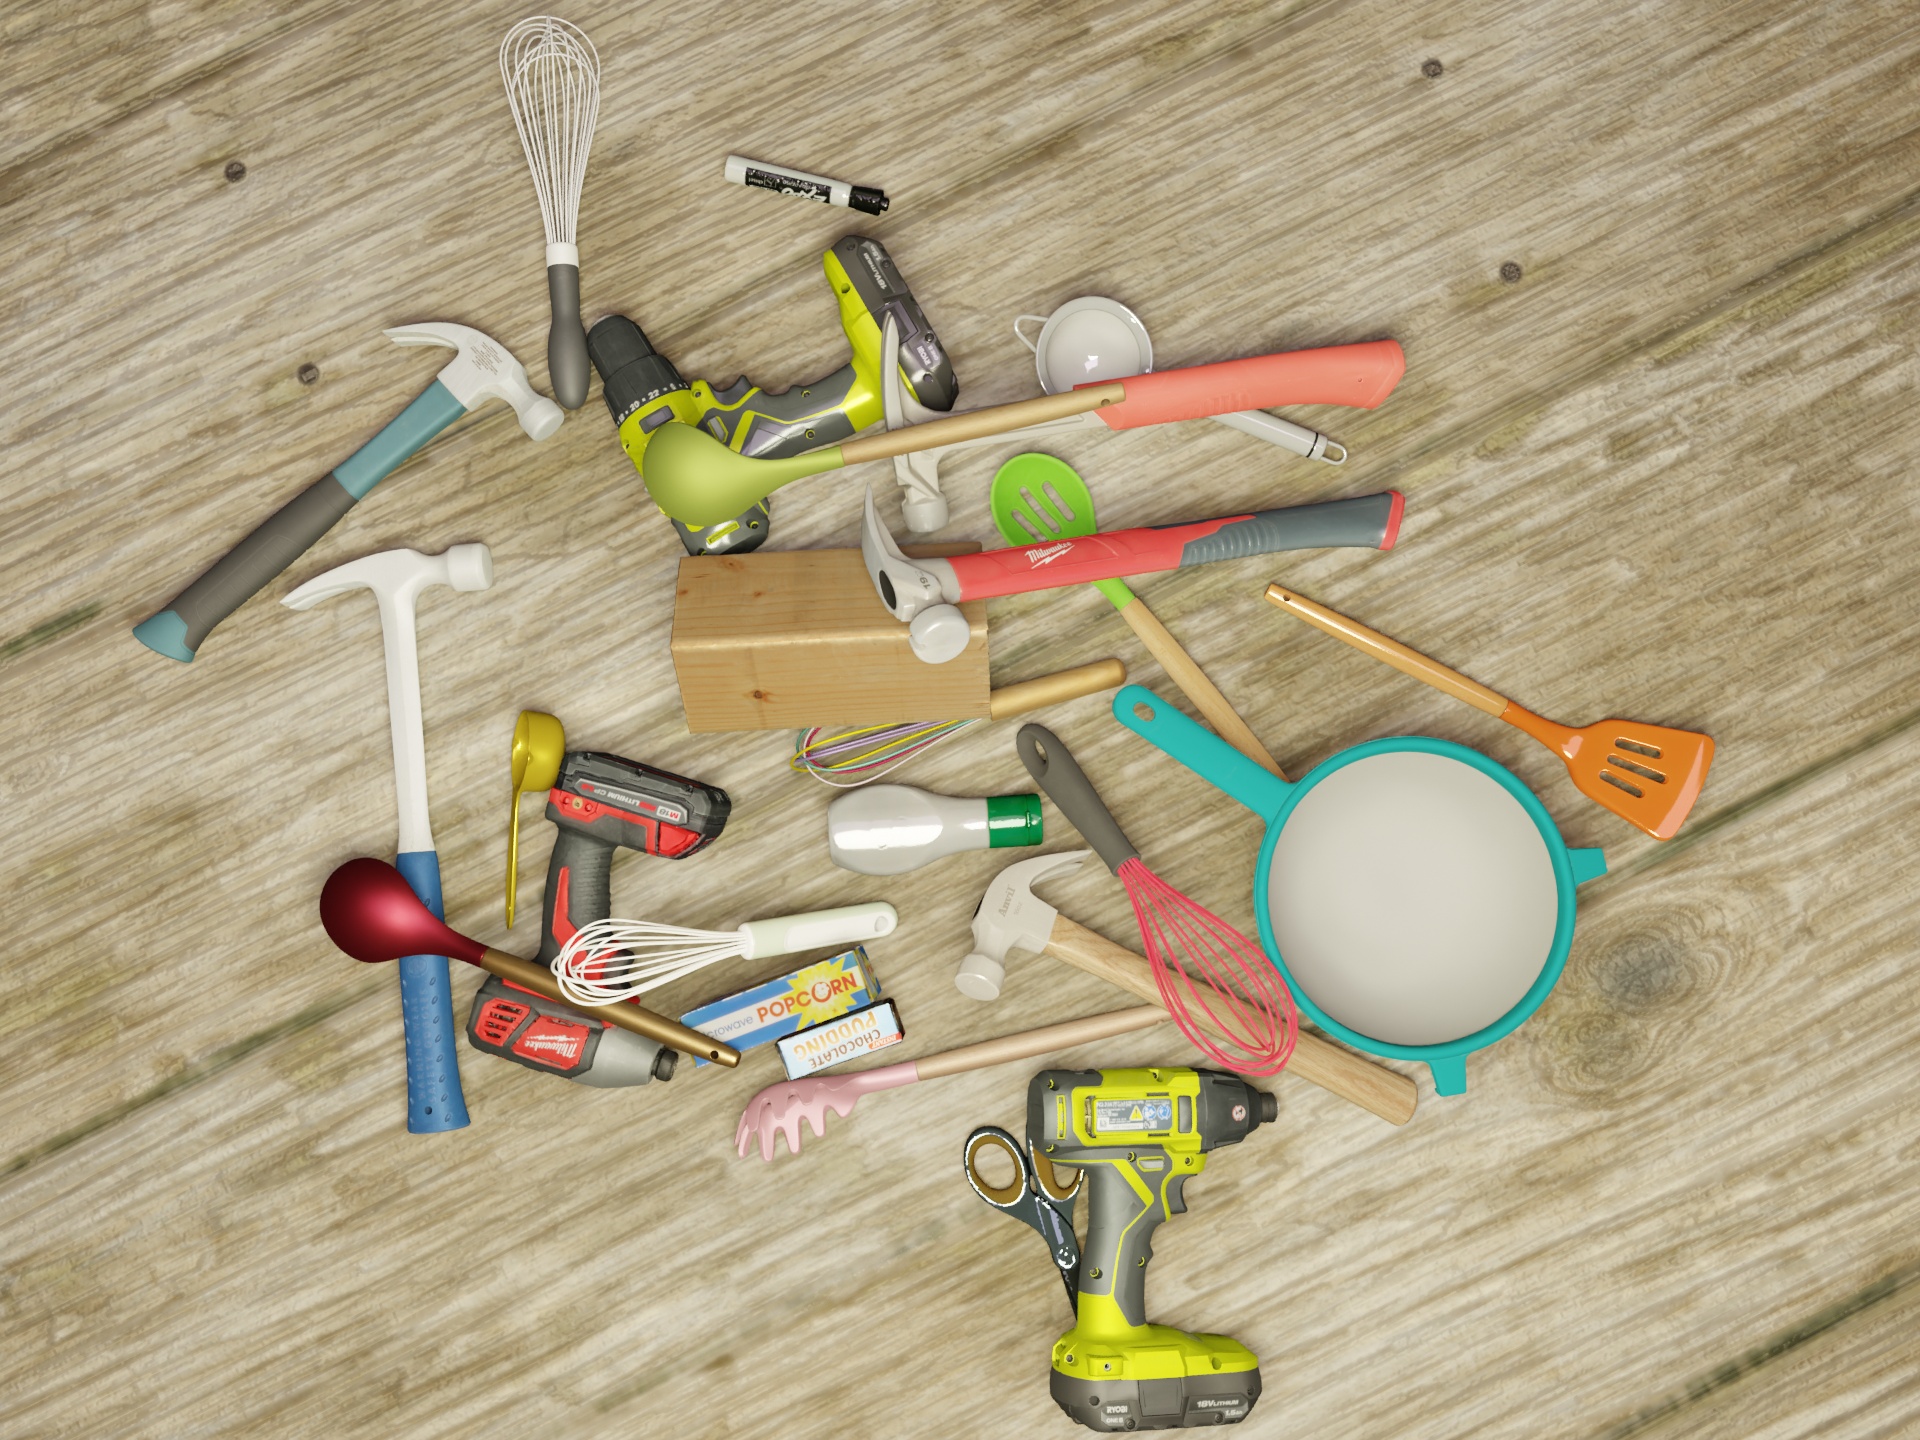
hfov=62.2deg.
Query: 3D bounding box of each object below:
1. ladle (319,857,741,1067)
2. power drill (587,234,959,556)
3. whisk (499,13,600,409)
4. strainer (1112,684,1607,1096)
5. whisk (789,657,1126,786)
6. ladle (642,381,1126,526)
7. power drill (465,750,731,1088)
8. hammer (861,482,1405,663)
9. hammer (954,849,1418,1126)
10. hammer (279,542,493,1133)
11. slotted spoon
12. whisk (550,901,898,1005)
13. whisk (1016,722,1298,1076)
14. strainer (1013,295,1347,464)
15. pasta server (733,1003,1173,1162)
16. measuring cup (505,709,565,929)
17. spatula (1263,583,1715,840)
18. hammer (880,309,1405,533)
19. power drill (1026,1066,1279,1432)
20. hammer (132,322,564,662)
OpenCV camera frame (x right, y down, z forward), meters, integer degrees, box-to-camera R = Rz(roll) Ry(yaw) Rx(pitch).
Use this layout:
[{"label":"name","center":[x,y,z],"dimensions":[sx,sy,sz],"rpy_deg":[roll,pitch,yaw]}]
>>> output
[{"label":"ladle","center":[-0.289,0.166,1.045],"dimensions":[0.315,0.031,0.069],"rpy_deg":[20,94,9]},{"label":"power drill","center":[-0.135,-0.240,1.120],"dimensions":[0.228,0.080,0.190],"rpy_deg":[-30,87,1]},{"label":"whisk","center":[-0.290,-0.365,1.143],"dimensions":[0.070,0.070,0.284],"rpy_deg":[-3,89,0]},{"label":"strainer","center":[0.244,0.084,1.083],"dimensions":[0.340,0.095,0.211],"rpy_deg":[34,84,5]},{"label":"whisk","center":[-0.002,-0.003,1.120],"dimensions":[0.245,0.051,0.047],"rpy_deg":[-16,130,-6]},{"label":"ladle","center":[-0.052,-0.187,1.040],"dimensions":[0.320,0.078,0.062],"rpy_deg":[-12,49,3]},{"label":"power drill","center":[-0.238,0.140,1.090],"dimensions":[0.143,0.078,0.220],"rpy_deg":[18,89,3]},{"label":"hammer","center":[0.126,-0.126,1.076],"dimensions":[0.386,0.038,0.143],"rpy_deg":[-10,49,-20]},{"label":"hammer","center":[0.162,0.191,1.084],"dimensions":[0.331,0.031,0.130],"rpy_deg":[26,52,-5]},{"label":"hammer","center":[-0.387,0.082,1.113],"dimensions":[0.144,0.035,0.405],"rpy_deg":[-6,85,-1]},{"label":"slotted spoon","center":[0.134,-0.061,1.128],"dimensions":[0.070,0.031,0.314],"rpy_deg":[-40,88,-3]},{"label":"whisk","center":[-0.149,0.148,1.053],"dimensions":[0.246,0.059,0.057],"rpy_deg":[-5,107,-32]},{"label":"whisk","center":[0.122,0.112,1.060],"dimensions":[0.073,0.073,0.296],"rpy_deg":[-35,63,-3]},{"label":"strainer","center":[0.156,-0.232,1.136],"dimensions":[0.258,0.050,0.087],"rpy_deg":[21,91,-4]},{"label":"pasta server","center":[-0.002,0.242,1.098],"dimensions":[0.316,0.060,0.040],"rpy_deg":[-13,52,-4]},{"label":"measuring cup","center":[-0.299,0.070,1.114],"dimensions":[0.029,0.062,0.156],"rpy_deg":[3,98,-26]},{"label":"spatula","center":[0.362,-0.021,1.117],"dimensions":[0.322,0.041,0.081],"rpy_deg":[27,87,3]},{"label":"hammer","center":[0.126,-0.228,1.086],"dimensions":[0.359,0.037,0.149],"rpy_deg":[-10,114,-5]},{"label":"power drill","center":[0.134,0.346,1.066],"dimensions":[0.171,0.080,0.223],"rpy_deg":[2,82,-12]},{"label":"hammer","center":[-0.449,-0.157,1.135],"dimensions":[0.331,0.033,0.128],"rpy_deg":[-41,87,-3]}]
